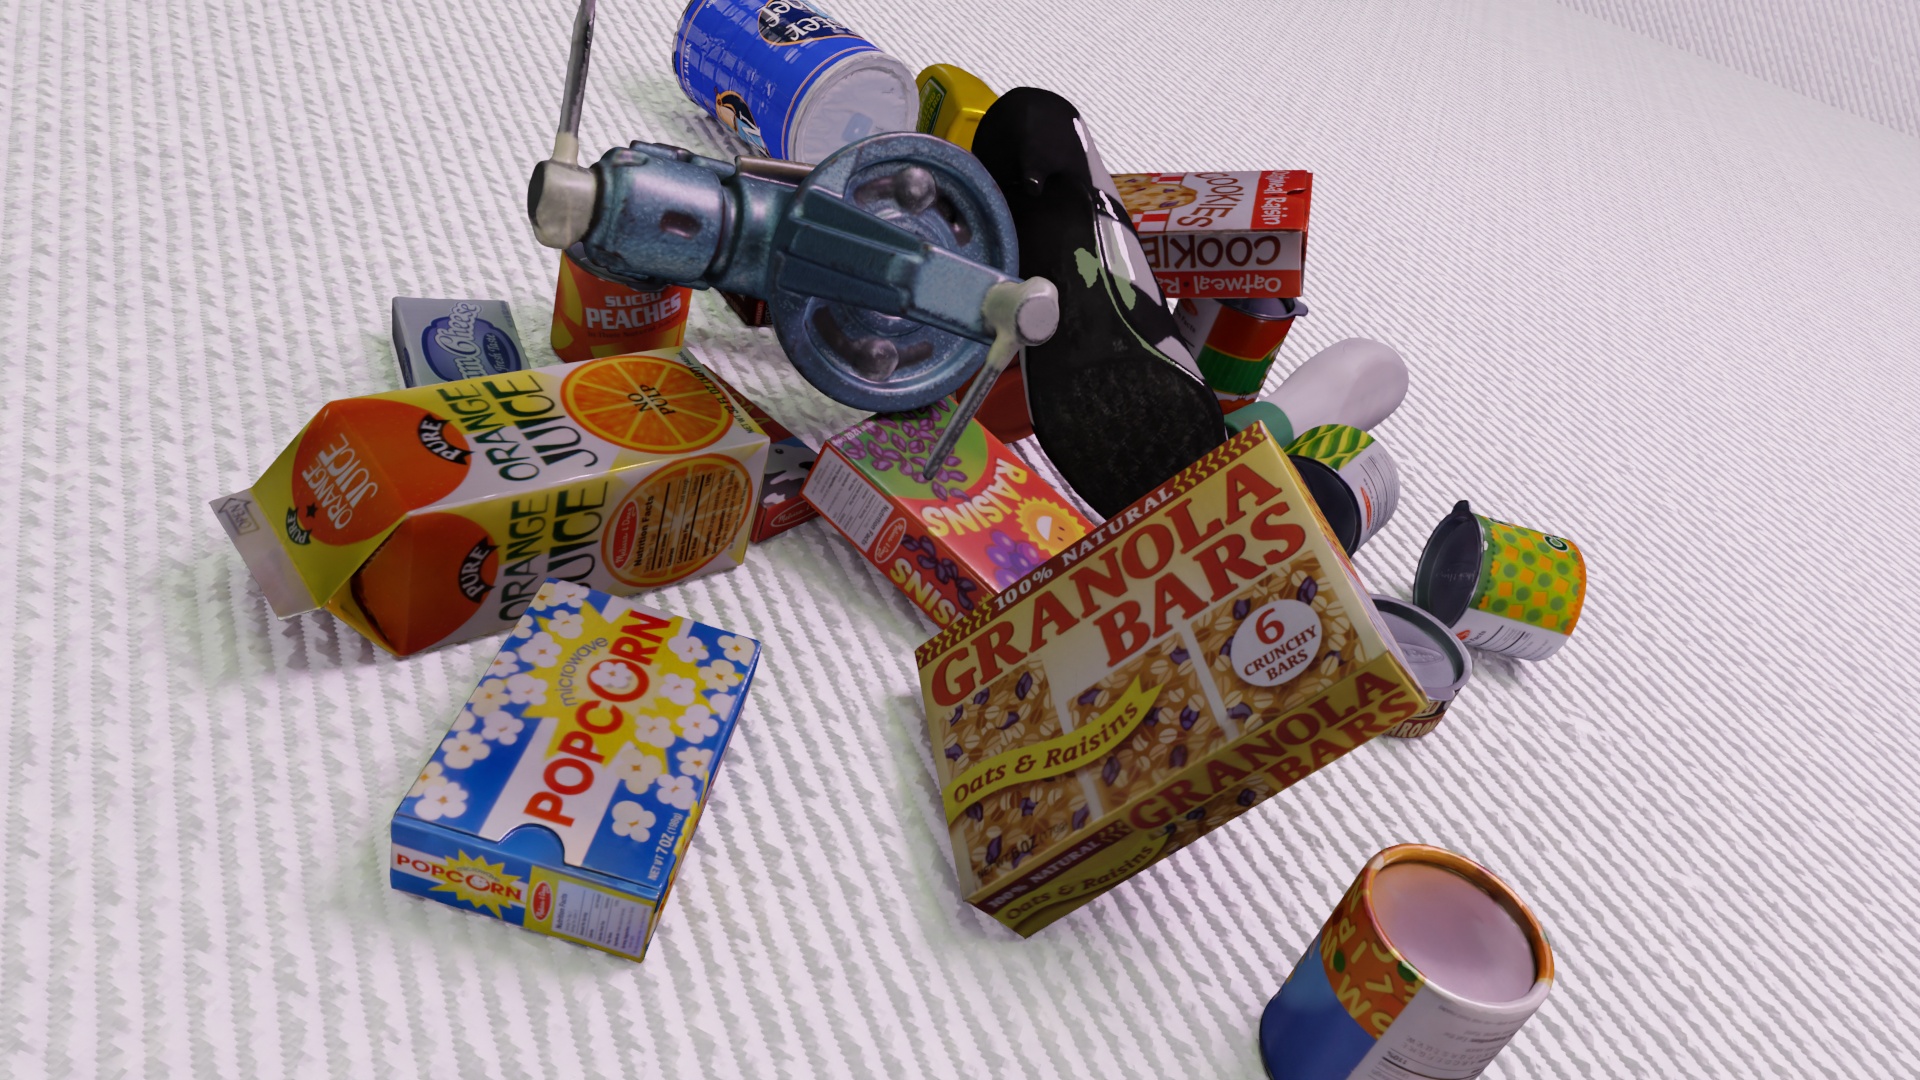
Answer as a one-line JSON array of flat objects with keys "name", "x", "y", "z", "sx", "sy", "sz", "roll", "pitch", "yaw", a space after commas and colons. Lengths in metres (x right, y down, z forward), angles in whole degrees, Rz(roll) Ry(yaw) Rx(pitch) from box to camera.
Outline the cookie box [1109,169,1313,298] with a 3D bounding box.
[{"name": "cookie box", "x": 0.110, "y": -0.174, "z": 0.778, "sx": 0.167, "sy": 0.040, "sz": 0.123, "roll": 2, "pitch": 29, "yaw": 14}]

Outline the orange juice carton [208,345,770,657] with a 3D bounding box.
[{"name": "orange juice carton", "x": -0.177, "y": -0.015, "z": 0.541, "sx": 0.193, "sy": 0.072, "sz": 0.072, "roll": -17, "pitch": 49, "yaw": -38}]

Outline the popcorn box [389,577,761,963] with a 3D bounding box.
[{"name": "popcorn box", "x": -0.127, "y": 0.073, "z": 0.478, "sx": 0.085, "sy": 0.038, "sz": 0.127, "roll": 18, "pitch": 35, "yaw": -3}]

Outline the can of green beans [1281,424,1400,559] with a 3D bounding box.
[{"name": "can of green beans", "x": 0.187, "y": -0.022, "z": 0.723, "sx": 0.071, "sy": 0.071, "sz": 0.058, "roll": 35, "pitch": 38, "yaw": 21}]

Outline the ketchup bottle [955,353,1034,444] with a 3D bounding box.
[{"name": "ketchup bottle", "x": 0.027, "y": -0.112, "z": 0.775, "sx": 0.043, "sy": 0.064, "sz": 0.149, "roll": 54, "pitch": 17, "yaw": -30}]

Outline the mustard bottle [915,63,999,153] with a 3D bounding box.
[{"name": "mustard bottle", "x": -0.008, "y": -0.319, "z": 1.030, "sx": 0.049, "sy": 0.065, "sz": 0.161, "roll": 10, "pitch": 31, "yaw": -21}]

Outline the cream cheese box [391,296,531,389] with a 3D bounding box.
[{"name": "cream cheese box", "x": -0.227, "y": -0.076, "z": 0.640, "sx": 0.053, "sy": 0.024, "sz": 0.104, "roll": -5, "pitch": 42, "yaw": -29}]

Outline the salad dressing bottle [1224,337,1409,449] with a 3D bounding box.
[{"name": "salad dressing bottle", "x": 0.201, "y": -0.075, "z": 0.807, "sx": 0.148, "sy": 0.064, "sz": 0.044, "roll": -25, "pitch": 46, "yaw": -35}]

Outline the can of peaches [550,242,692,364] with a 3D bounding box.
[{"name": "can of peaches", "x": -0.168, "y": -0.119, "z": 0.694, "sx": 0.071, "sy": 0.057, "sz": 0.071, "roll": 13, "pitch": 36, "yaw": -10}]

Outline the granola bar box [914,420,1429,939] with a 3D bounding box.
[{"name": "granola bar box", "x": 0.066, "y": 0.048, "z": 0.502, "sx": 0.039, "sy": 0.165, "sz": 0.125, "roll": 43, "pitch": 21, "yaw": -37}]

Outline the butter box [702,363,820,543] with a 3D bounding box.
[{"name": "butter box", "x": -0.108, "y": -0.043, "z": 0.650, "sx": 0.104, "sy": 0.024, "sz": 0.053, "roll": 38, "pitch": 39, "yaw": 23}]

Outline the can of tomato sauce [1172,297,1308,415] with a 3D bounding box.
[{"name": "can of tomato sauce", "x": 0.152, "y": -0.112, "z": 0.809, "sx": 0.071, "sy": 0.082, "sz": 0.071, "roll": 13, "pitch": 36, "yaw": -9}]

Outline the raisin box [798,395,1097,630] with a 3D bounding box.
[{"name": "raisin box", "x": 0.002, "y": -0.008, "z": 0.622, "sx": 0.123, "sy": 0.040, "sz": 0.086, "roll": 43, "pitch": 39, "yaw": 10}]

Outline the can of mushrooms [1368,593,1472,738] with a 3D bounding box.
[{"name": "can of mushrooms", "x": 0.201, "y": 0.060, "z": 0.650, "sx": 0.071, "sy": 0.033, "sz": 0.071, "roll": 13, "pitch": 36, "yaw": -10}]

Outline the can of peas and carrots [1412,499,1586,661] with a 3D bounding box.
[{"name": "can of peas and carrots", "x": 0.272, "y": 0.021, "z": 0.702, "sx": 0.059, "sy": 0.070, "sz": 0.071, "roll": 15, "pitch": 36, "yaw": -7}]

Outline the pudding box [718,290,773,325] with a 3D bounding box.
[{"name": "pudding box", "x": -0.122, "y": -0.163, "z": 0.781, "sx": 0.030, "sy": 0.049, "sz": 0.084, "roll": -13, "pitch": 46, "yaw": -34}]

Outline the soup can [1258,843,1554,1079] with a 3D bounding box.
[{"name": "soup can", "x": 0.145, "y": 0.150, "z": 0.463, "sx": 0.071, "sy": 0.083, "sz": 0.072, "roll": 12, "pitch": 36, "yaw": -9}]
